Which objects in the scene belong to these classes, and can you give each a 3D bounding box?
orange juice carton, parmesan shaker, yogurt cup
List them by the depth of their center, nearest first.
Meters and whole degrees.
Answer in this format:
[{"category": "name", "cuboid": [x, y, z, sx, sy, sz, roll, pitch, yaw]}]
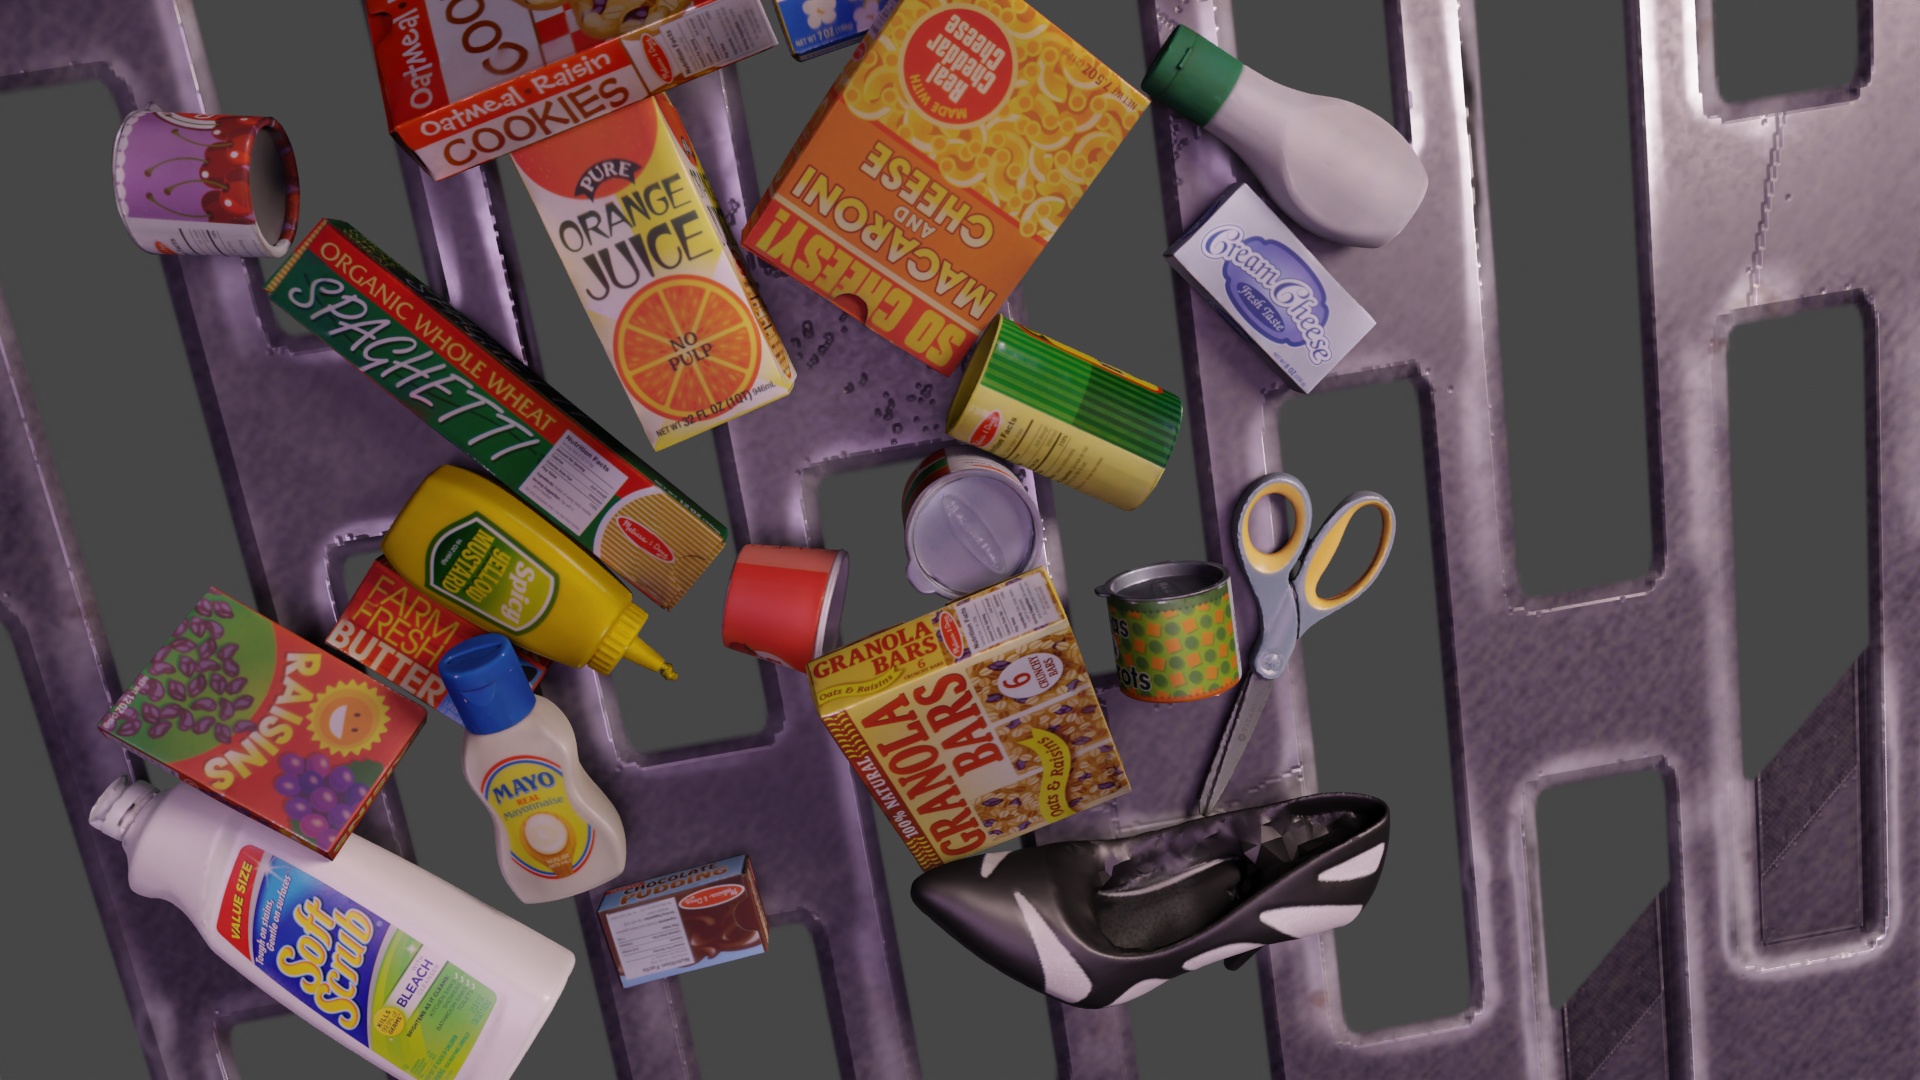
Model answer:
[{"category": "orange juice carton", "cuboid": [-0.152, -0.147, 0.667, 0.072, 0.073, 0.192, -24, 102, 1]}, {"category": "parmesan shaker", "cuboid": [0.051, -0.063, 0.706, 0.103, 0.071, 0.071, 23, 99, -9]}, {"category": "yogurt cup", "cuboid": [-0.090, 0.033, 0.715, 0.054, 0.072, 0.072, 11, 101, 2]}]

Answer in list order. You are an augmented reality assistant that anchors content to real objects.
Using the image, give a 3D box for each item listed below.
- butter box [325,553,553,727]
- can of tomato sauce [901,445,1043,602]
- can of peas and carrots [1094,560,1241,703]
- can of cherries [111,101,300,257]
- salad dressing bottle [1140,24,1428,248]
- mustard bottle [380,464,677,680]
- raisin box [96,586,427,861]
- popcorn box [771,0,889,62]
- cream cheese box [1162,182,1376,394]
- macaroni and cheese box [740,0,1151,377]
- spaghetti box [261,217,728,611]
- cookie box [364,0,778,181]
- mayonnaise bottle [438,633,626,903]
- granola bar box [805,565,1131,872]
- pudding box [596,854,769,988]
[{"category": "butter box", "cuboid": [-0.271, 0.057, 0.725, 0.103, 0.024, 0.053, 35, 98, -10]}, {"category": "can of tomato sauce", "cuboid": [0.003, -0.009, 0.702, 0.071, 0.083, 0.071, -1, 102, -4]}, {"category": "can of peas and carrots", "cuboid": [0.110, 0.048, 0.731, 0.071, 0.071, 0.058, -10, 103, -2]}, {"category": "can of cherries", "cuboid": [-0.351, -0.169, 0.651, 0.058, 0.071, 0.071, 1, 102, -5]}, {"category": "salad dressing bottle", "cuboid": [0.161, -0.203, 0.695, 0.147, 0.044, 0.064, 30, 94, -9]}, {"category": "mustard bottle", "cuboid": [-0.211, 0.026, 0.711, 0.160, 0.049, 0.065, 34, 101, -10]}, {"category": "raisin box", "cuboid": [-0.347, 0.093, 0.701, 0.123, 0.040, 0.086, 32, 63, -9]}, {"category": "popcorn box", "cuboid": [-0.035, -0.291, 0.663, 0.127, 0.038, 0.085, -19, 103, 0]}, {"category": "cream cheese box", "cuboid": [0.160, -0.130, 0.719, 0.103, 0.024, 0.053, 43, 94, -11]}, {"category": "macaroni and cheese box", "cuboid": [-0.010, -0.179, 0.666, 0.123, 0.040, 0.166, 31, 106, -20]}, {"category": "spaghetti box", "cuboid": [-0.229, -0.062, 0.701, 0.250, 0.029, 0.050, 40, 96, -11]}, {"category": "cookie box", "cuboid": [-0.181, -0.247, 0.627, 0.167, 0.040, 0.123, -21, 63, 1]}, {"category": "mayonnaise bottle", "cuboid": [-0.223, 0.118, 0.714, 0.065, 0.041, 0.147, -17, 119, -5]}, {"category": "granola bar box", "cuboid": [0.009, 0.095, 0.703, 0.124, 0.039, 0.164, -22, 138, 1]}, {"category": "pudding box", "cuboid": [-0.151, 0.209, 0.763, 0.084, 0.030, 0.049, -14, 101, -1]}]
